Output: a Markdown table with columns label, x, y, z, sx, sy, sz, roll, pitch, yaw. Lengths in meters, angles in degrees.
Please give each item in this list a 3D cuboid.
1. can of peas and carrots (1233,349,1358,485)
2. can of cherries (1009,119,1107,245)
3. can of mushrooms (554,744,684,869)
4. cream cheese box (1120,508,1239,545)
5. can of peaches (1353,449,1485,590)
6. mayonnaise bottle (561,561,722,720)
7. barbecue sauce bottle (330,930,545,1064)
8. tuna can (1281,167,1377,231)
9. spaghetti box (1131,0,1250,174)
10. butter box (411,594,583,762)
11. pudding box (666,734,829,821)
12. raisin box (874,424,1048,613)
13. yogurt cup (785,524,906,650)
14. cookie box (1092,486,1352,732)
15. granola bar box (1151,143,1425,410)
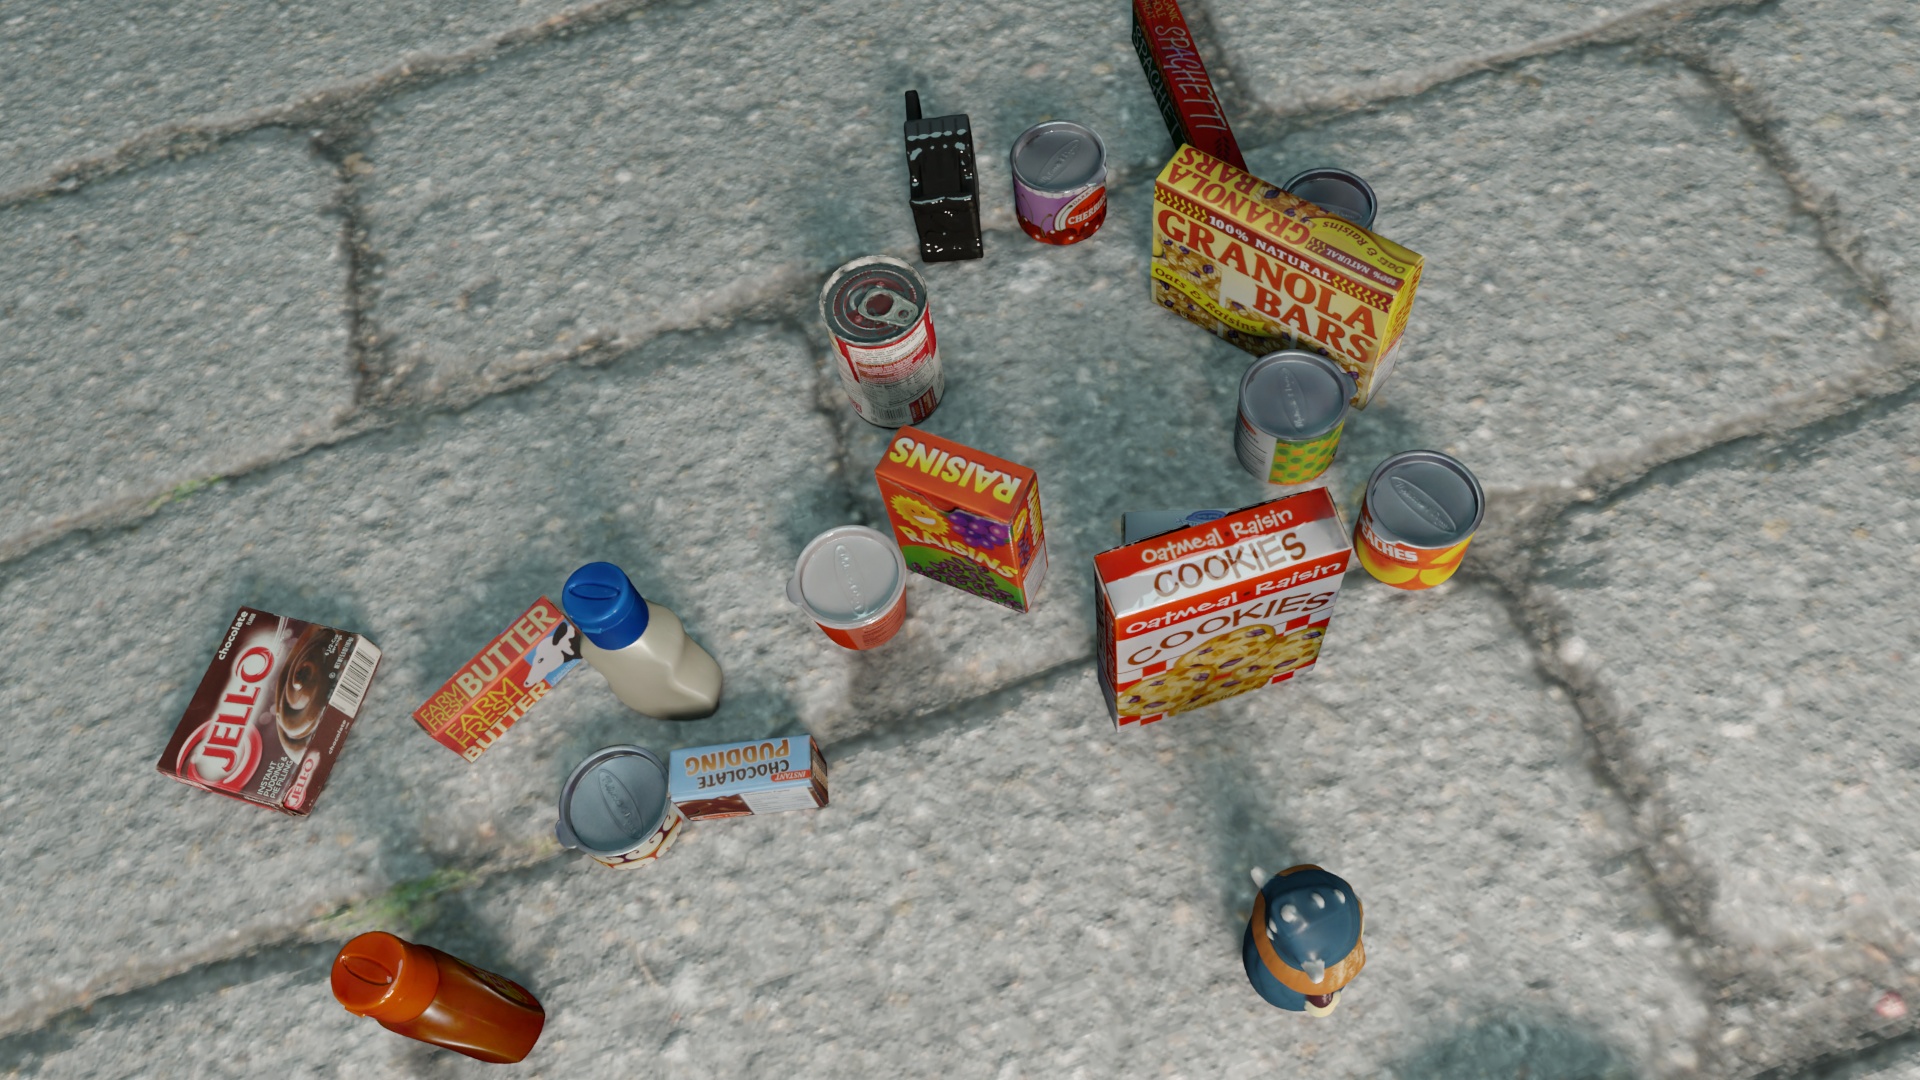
| label | x | y | z | sx | sy | sz | roll | pitch | yaw |
| --- | --- | --- | --- | --- | --- | --- | --- | --- | --- |
| can of peas and carrots | 0.207 | -0.076 | 0.865 | 0.071 | 0.058 | 0.071 | -3 | 62 | 5 |
| can of cherries | 0.071 | -0.248 | 0.971 | 0.071 | 0.058 | 0.072 | -3 | 62 | 5 |
| can of mushrooms | -0.197 | 0.156 | 0.804 | 0.071 | 0.033 | 0.071 | -3 | 62 | 5 |
| cream cheese box | 0.149 | 0.003 | 0.833 | 0.104 | 0.053 | 0.024 | -2 | 63 | 6 |
| can of peaches | 0.268 | -0.010 | 0.823 | 0.071 | 0.057 | 0.071 | -3 | 62 | 5 |
| mayonnaise bottle | -0.182 | 0.059 | 0.788 | 0.065 | 0.147 | 0.041 | 4 | 63 | 9 |
| barbecue sauce bottle | -0.267 | 0.232 | 0.707 | 0.065 | 0.148 | 0.044 | 19 | 66 | 16 |
| tuna can | 0.248 | -0.217 | 0.949 | 0.071 | 0.032 | 0.071 | -3 | 62 | 5 |
| spaghetti box | 0.169 | -0.297 | 0.990 | 0.029 | 0.050 | 0.251 | -14 | 62 | -1 |
| butter box | -0.275 | 0.084 | 0.839 | 0.024 | 0.053 | 0.104 | 38 | 73 | 22 |
| pudding box | -0.121 | 0.137 | 0.796 | 0.084 | 0.049 | 0.030 | -7 | 62 | 3 |
| raisin box | 0.003 | -0.010 | 0.817 | 0.086 | 0.123 | 0.040 | 21 | 67 | 17 |
| yogurt cup | -0.063 | 0.032 | 0.842 | 0.072 | 0.053 | 0.073 | -3 | 62 | 5 |
| cookie box | 0.136 | 0.041 | 0.750 | 0.123 | 0.166 | 0.040 | -17 | 62 | -2 |
| granola bar box | 0.198 | -0.164 | 0.875 | 0.166 | 0.123 | 0.039 | 32 | 71 | 21 |
